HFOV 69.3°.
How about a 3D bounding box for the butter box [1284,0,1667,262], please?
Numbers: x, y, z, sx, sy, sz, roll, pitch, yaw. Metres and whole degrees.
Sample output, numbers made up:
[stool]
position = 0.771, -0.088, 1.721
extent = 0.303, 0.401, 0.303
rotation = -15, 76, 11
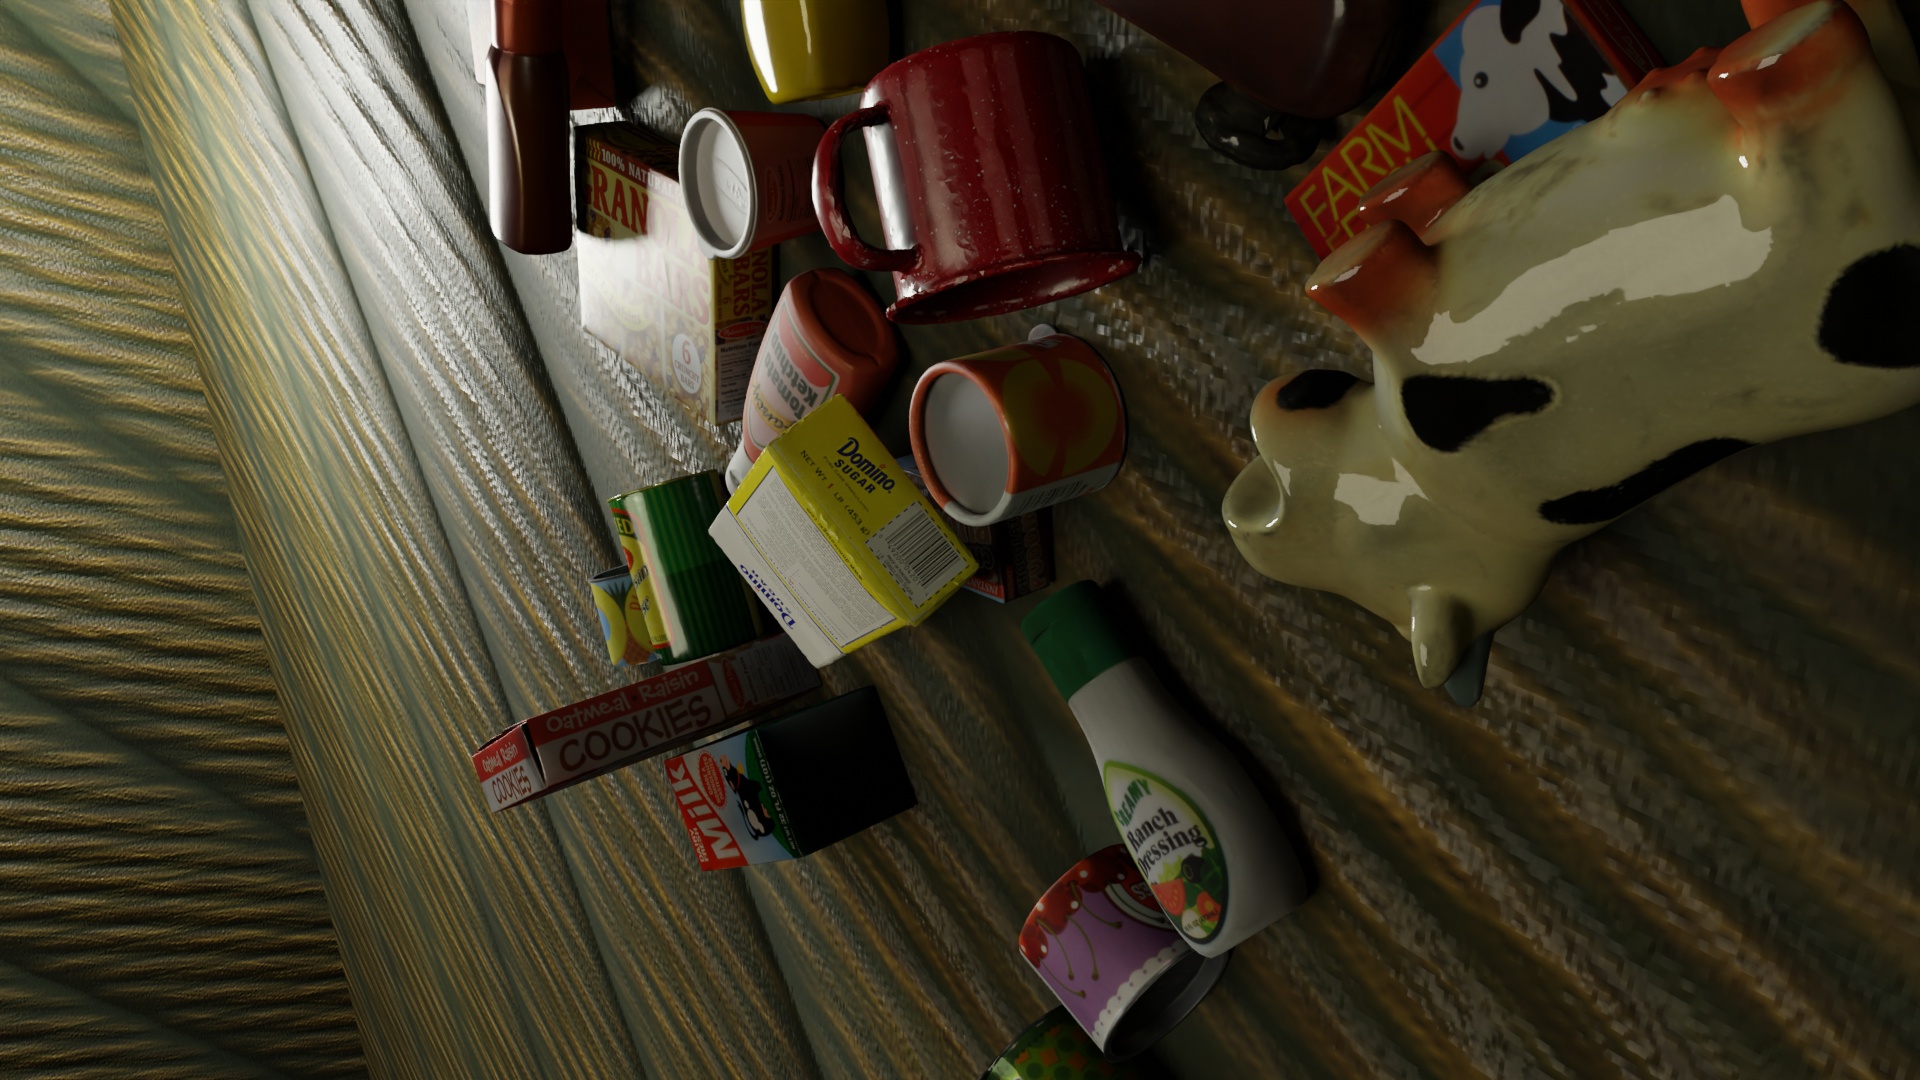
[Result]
[butter box]
position = 0.138, -0.105, 0.382
extent = 0.053, 0.024, 0.103
rotation = 62, 145, 13

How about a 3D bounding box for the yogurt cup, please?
[yogurt cup]
position = -0.092, -0.169, 0.650
extent = 0.072, 0.054, 0.072
rotation = 28, 126, 46

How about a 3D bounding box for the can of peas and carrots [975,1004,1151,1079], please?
[can of peas and carrots]
position = 0.049, 0.254, 0.629
extent = 0.059, 0.071, 0.070
rotation = 44, 137, 34

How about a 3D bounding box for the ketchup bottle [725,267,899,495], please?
[ketchup bottle]
position = -0.080, -0.066, 0.689
extent = 0.065, 0.044, 0.148
rotation = 56, 144, 14

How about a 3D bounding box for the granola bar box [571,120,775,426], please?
[granola bar box]
position = -0.160, -0.151, 0.766
extent = 0.166, 0.039, 0.123
rotation = 34, 130, 42

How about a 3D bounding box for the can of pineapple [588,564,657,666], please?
[can of pineapple]
position = -0.195, 0.043, 0.880
extent = 0.071, 0.071, 0.057
rotation = -4, 102, 55

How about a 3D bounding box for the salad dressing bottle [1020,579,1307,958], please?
[salad dressing bottle]
position = 0.075, 0.085, 0.540
extent = 0.148, 0.044, 0.064
rotation = 59, 145, 19

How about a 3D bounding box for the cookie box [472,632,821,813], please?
[cookie box]
position = -0.182, 0.103, 0.798
extent = 0.122, 0.168, 0.040
rotation = -29, 80, 55

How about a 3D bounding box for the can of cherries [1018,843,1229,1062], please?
[can of cherries]
position = 0.068, 0.166, 0.571
extent = 0.058, 0.072, 0.071
rotation = 44, 137, 36

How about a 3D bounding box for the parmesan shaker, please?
[parmesan shaker]
position = -0.160, 0.016, 0.817
extent = 0.071, 0.071, 0.103
rotation = -13, 94, 56

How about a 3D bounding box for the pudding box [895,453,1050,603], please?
[pudding box]
position = 0.002, -0.008, 0.612
extent = 0.084, 0.030, 0.049
rotation = 20, 122, 49

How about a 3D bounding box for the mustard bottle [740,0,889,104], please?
[mustard bottle]
position = -0.067, -0.266, 0.576
extent = 0.065, 0.049, 0.159
rotation = 14, 115, 53

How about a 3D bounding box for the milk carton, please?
[milk carton]
position = -0.111, 0.142, 0.801
extent = 0.190, 0.074, 0.072
rotation = -27, 83, 56

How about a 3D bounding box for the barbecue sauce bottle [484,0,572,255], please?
[barbecue sauce bottle]
position = -0.238, -0.237, 0.767
extent = 0.065, 0.044, 0.147
rotation = 49, 140, 41

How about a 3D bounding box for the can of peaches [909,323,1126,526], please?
[can of peaches]
position = 0.021, -0.046, 0.544
extent = 0.071, 0.058, 0.071
rotation = 29, 128, 45

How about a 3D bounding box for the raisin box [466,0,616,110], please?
[raisin box]
position = -0.252, -0.308, 0.824
extent = 0.123, 0.040, 0.085
rotation = 30, 129, 43
